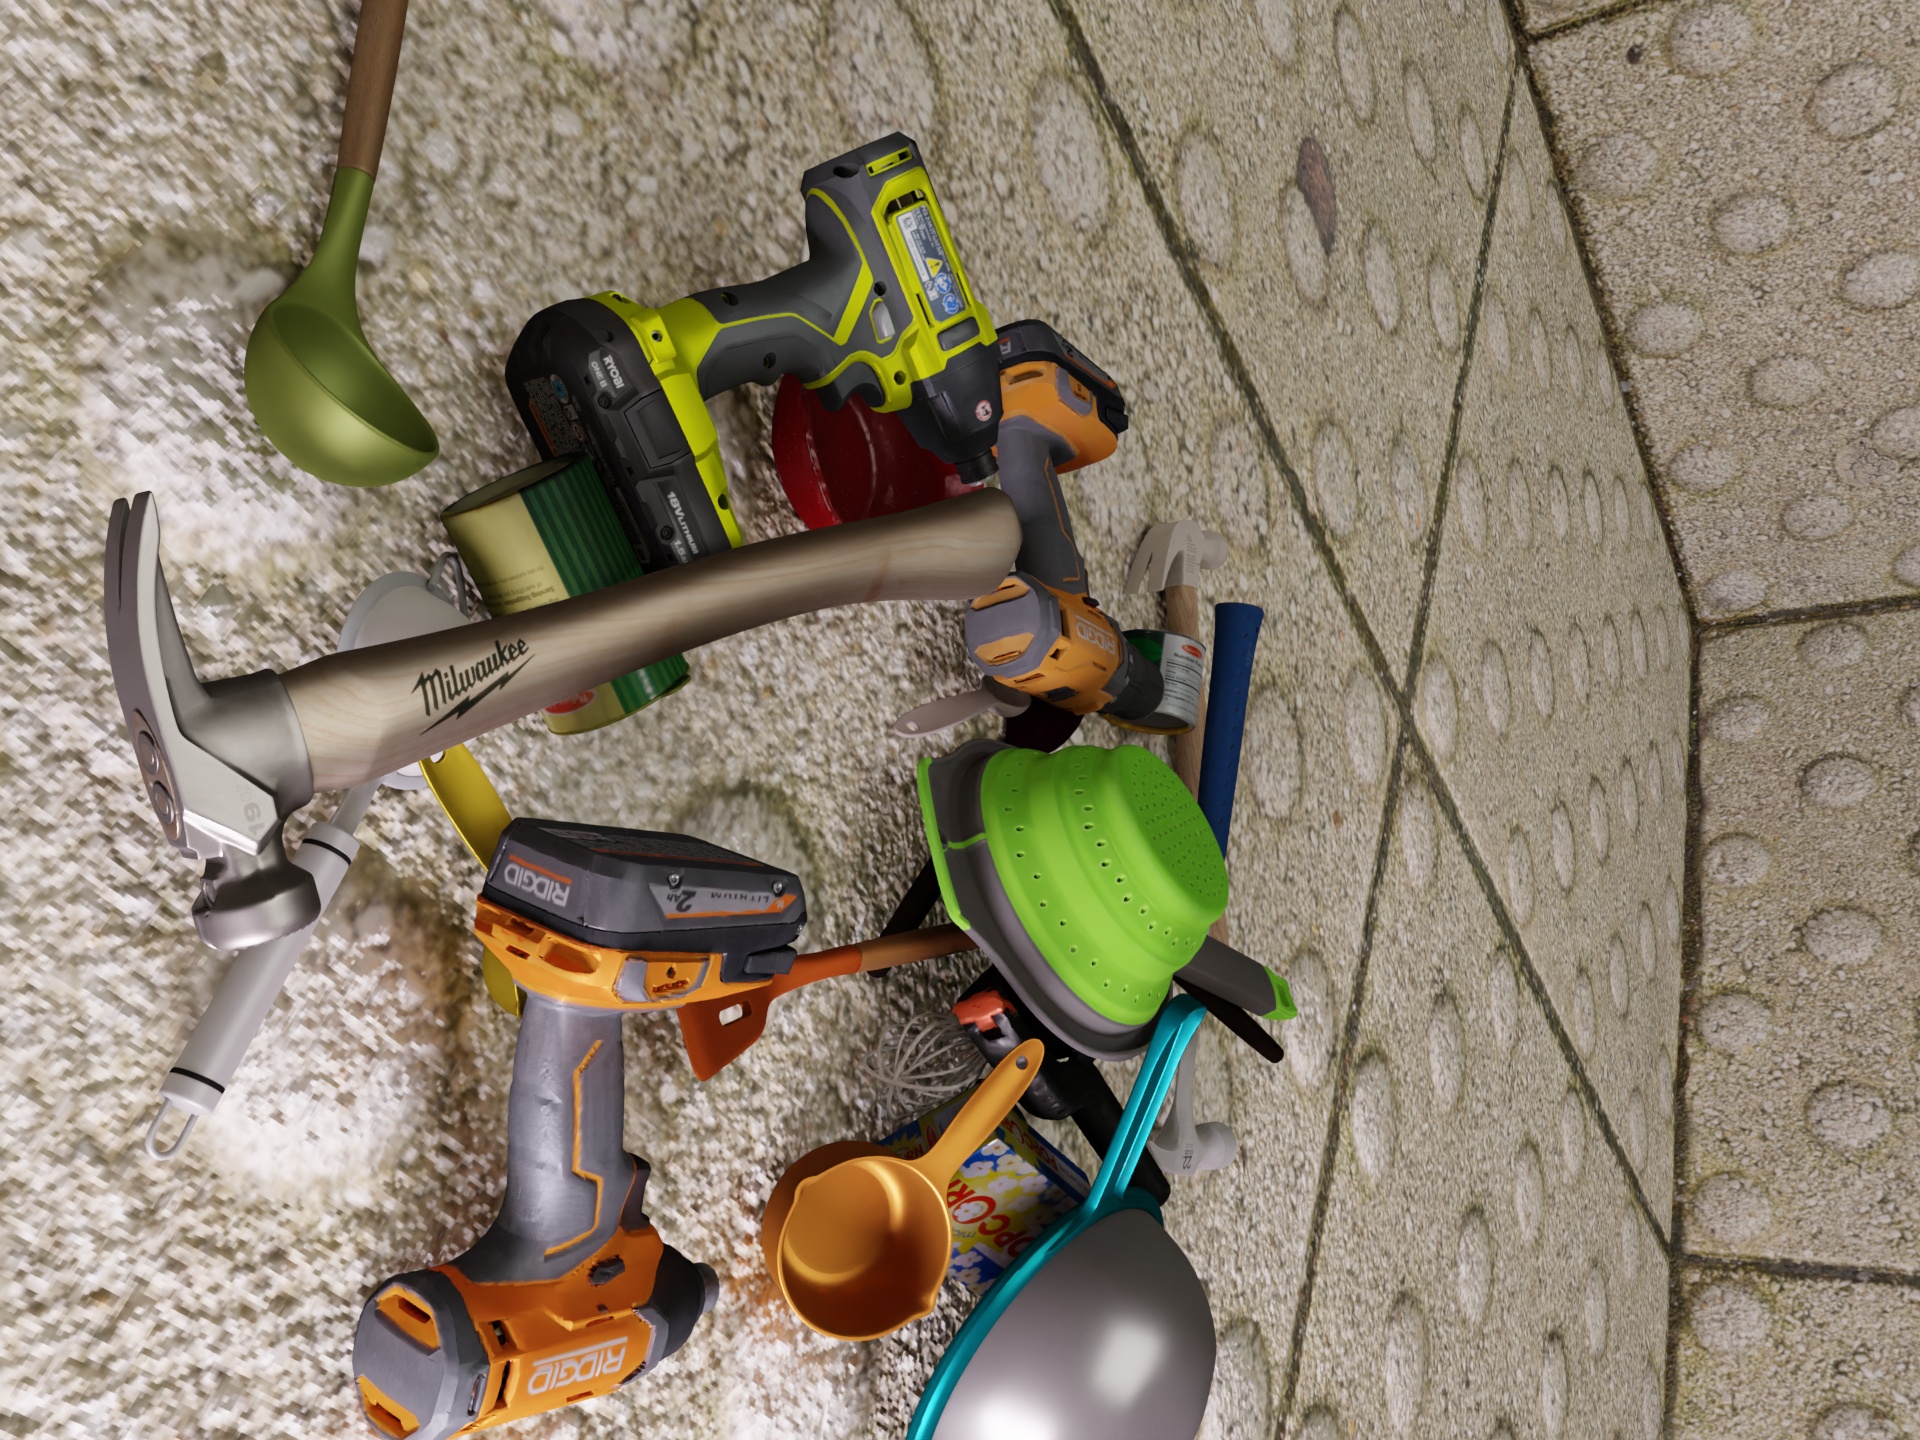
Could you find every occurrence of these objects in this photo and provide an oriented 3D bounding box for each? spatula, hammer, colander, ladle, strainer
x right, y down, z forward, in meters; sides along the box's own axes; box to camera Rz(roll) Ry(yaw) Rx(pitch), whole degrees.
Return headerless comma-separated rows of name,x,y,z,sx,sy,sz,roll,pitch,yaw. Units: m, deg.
spatula,0.121,0.144,1.034,0.315,0.018,0.060,42,45,-30
hammer,-0.119,-0.052,0.636,0.410,0.038,0.146,-23,107,-44
colander,0.136,0.110,0.961,0.396,0.094,0.205,30,36,-45
hammer,0.173,0.117,1.127,0.144,0.035,0.405,15,81,-54
ladle,-0.226,-0.240,0.628,0.078,0.062,0.320,34,54,-59
spatula,-0.033,0.121,0.839,0.322,0.041,0.081,-4,76,-47
hammer,0.175,0.012,1.203,0.130,0.031,0.331,2,83,-56
strainer,-0.228,0.040,0.591,0.086,0.050,0.259,63,40,-51
strainer,0.091,0.307,0.828,0.211,0.095,0.340,-6,121,-50

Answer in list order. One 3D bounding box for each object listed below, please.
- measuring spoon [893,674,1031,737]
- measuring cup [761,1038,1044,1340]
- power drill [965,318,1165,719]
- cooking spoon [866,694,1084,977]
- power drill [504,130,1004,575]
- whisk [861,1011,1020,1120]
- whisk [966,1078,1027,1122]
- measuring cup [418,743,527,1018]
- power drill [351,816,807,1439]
measuring spoon,-0.002,-0.003,0.955,0.124,0.034,0.018,-20,145,-50
measuring cup,-0.025,0.221,0.788,0.173,0.052,0.095,-46,105,-17
power drill,0.067,-0.112,0.997,0.185,0.084,0.226,22,58,-54
cooking spoon,0.018,0.044,0.973,0.068,0.017,0.319,59,41,-22
power drill,-0.079,-0.155,0.741,0.223,0.080,0.171,-35,113,-30
whisk,0.021,0.184,0.929,0.246,0.059,0.058,-4,105,-61
whisk,0.072,0.326,0.974,0.284,0.070,0.070,62,39,-21
measuring cup,-0.186,0.059,0.634,0.062,0.029,0.156,-52,137,-37
power drill,-0.137,0.160,0.634,0.164,0.084,0.226,14,91,-55
